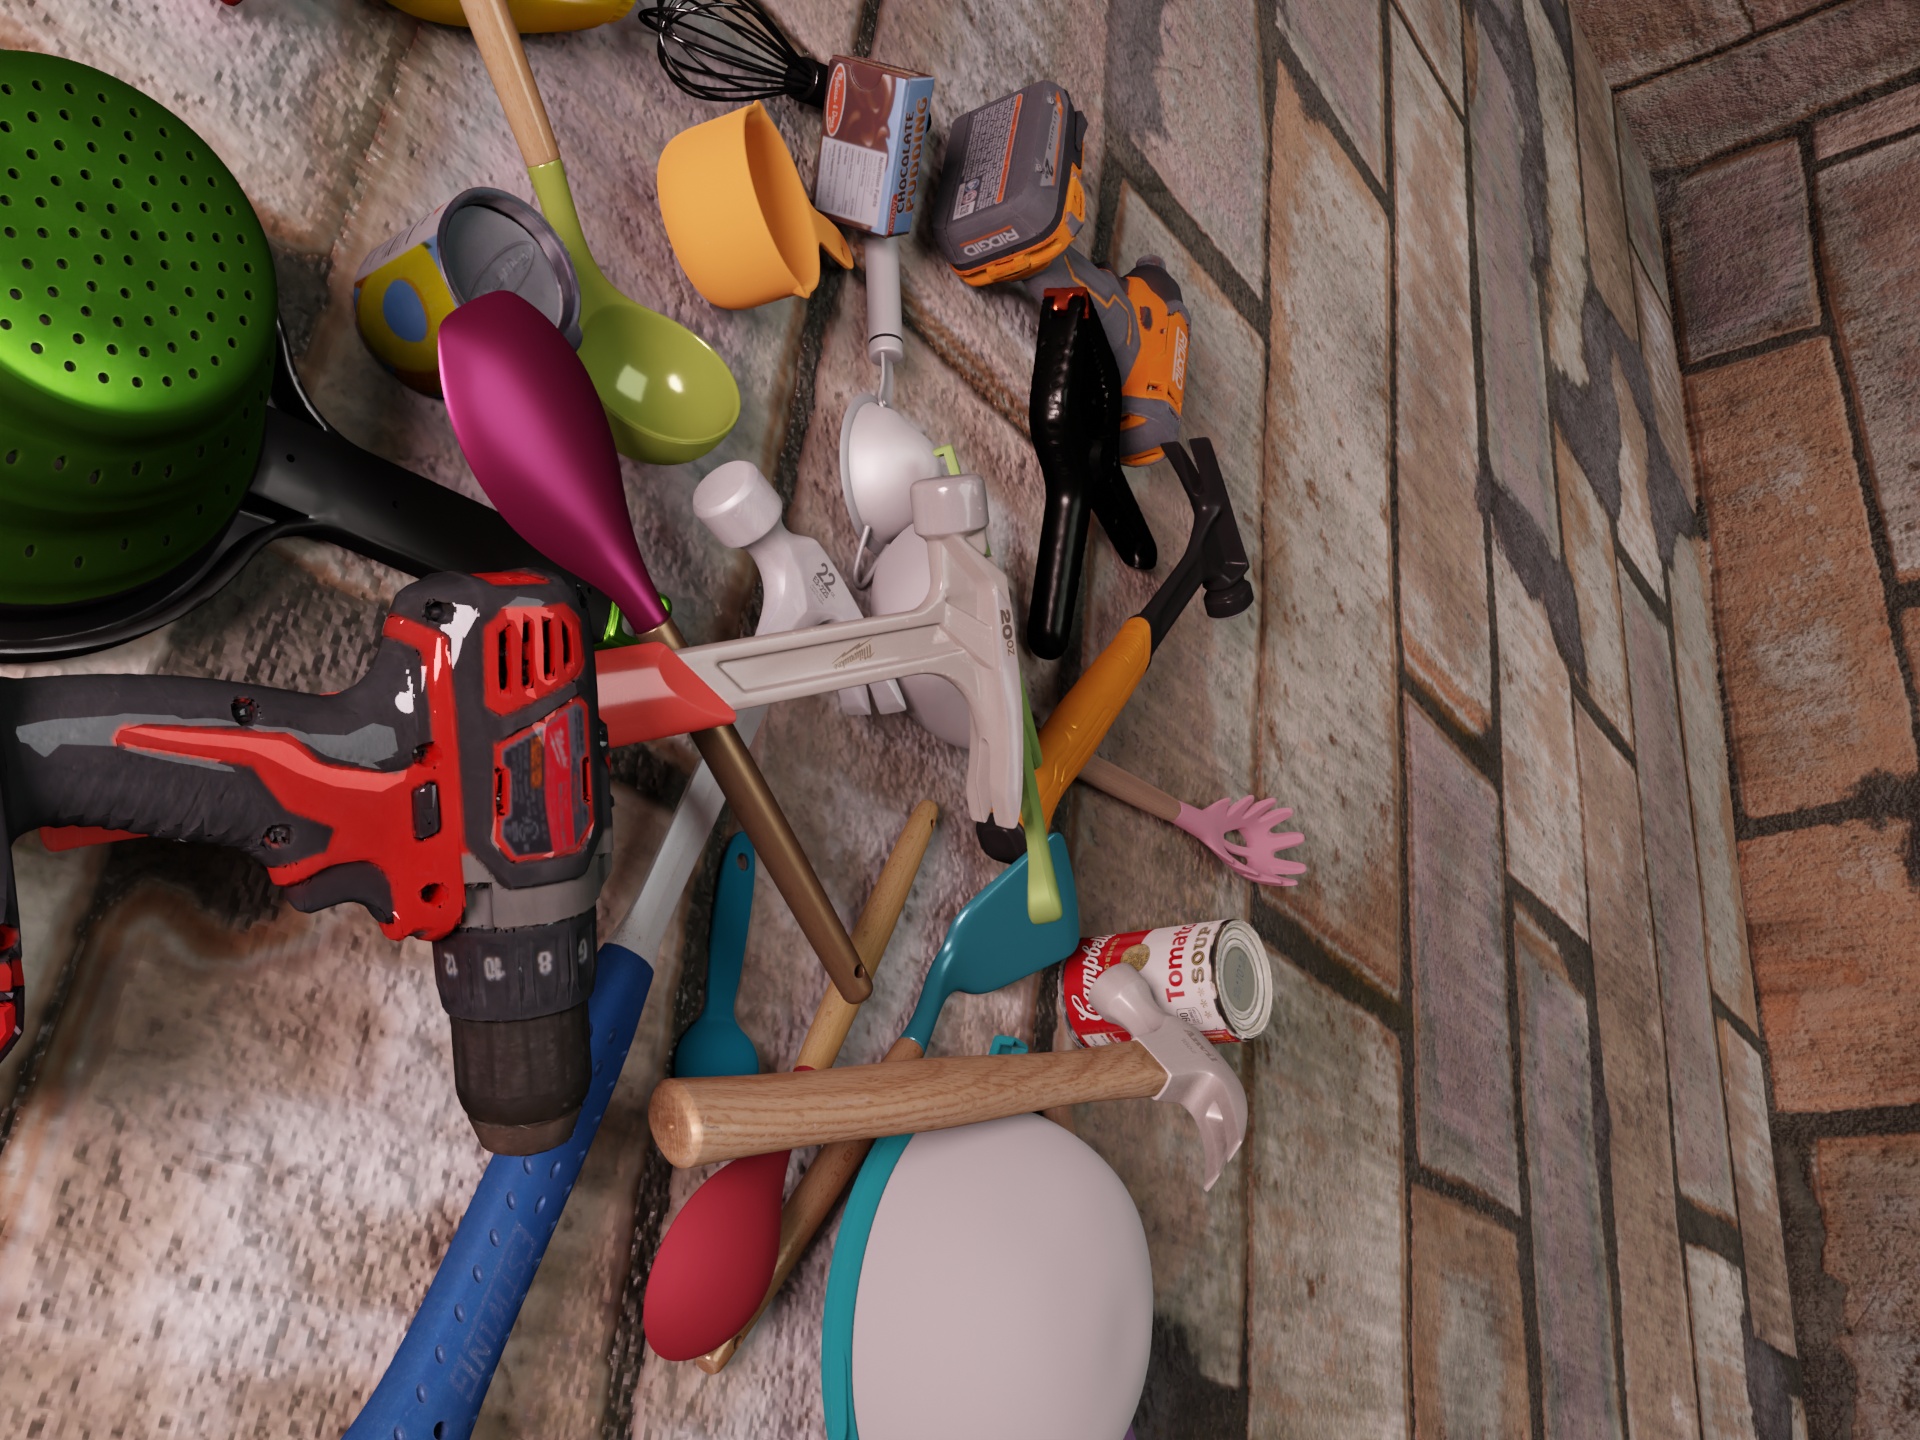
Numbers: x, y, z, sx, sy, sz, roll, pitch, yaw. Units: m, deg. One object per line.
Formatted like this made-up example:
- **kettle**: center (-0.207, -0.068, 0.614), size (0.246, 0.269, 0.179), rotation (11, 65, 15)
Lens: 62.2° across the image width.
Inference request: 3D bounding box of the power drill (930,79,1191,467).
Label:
- **power drill**: center (0.079, -0.291, 1.019), size (0.226, 0.084, 0.164), rotation (43, 47, -43)

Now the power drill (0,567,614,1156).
- **power drill**: center (-0.205, 0.055, 0.456), size (0.226, 0.080, 0.188), rotation (-8, 101, -38)

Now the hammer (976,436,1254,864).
- **hammer**: center (0.094, -0.038, 0.938), size (0.337, 0.034, 0.127), rotation (-52, 130, -43)

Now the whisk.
- **whisk**: center (-0.082, -0.343, 0.847), size (0.239, 0.055, 0.055), rotation (-13, 89, -58)

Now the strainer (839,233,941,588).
- **strainer**: center (-0.039, -0.194, 0.860), size (0.086, 0.050, 0.259), rotation (38, 45, -61)

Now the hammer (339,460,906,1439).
- **hammer**: center (-0.123, 0.088, 0.630), size (0.143, 0.035, 0.406), rotation (52, 45, -39)

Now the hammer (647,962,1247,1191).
- **hammer**: center (0.011, 0.163, 0.697), size (0.331, 0.130, 0.031), rotation (6, 118, -45)

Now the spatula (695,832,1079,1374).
- **spatula**: center (-0.026, 0.173, 0.746), size (0.318, 0.044, 0.082), rotation (-52, 141, -46)

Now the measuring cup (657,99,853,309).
- **measuring cup**: center (-0.098, -0.243, 0.795), size (0.173, 0.052, 0.095), rotation (-20, 97, -78)

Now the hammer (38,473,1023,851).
- **hammer**: center (-0.128, 0.002, 0.573), size (0.359, 0.037, 0.149), rotation (-13, 102, -34)

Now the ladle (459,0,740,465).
- **ladle**: center (-0.168, -0.253, 0.637), size (0.078, 0.062, 0.320), rotation (-51, 131, -49)

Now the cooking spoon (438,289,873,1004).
- **cooking spoon**: center (-0.107, -0.016, 0.620), size (0.069, 0.017, 0.318), rotation (-48, 120, -43)

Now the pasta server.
- **pasta server**: center (0.125, 0.047, 1.000), size (0.316, 0.040, 0.060), rotation (26, 57, -46)

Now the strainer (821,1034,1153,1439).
- **strainer**: center (0.004, 0.289, 0.666), size (0.340, 0.095, 0.211), rotation (-34, 115, -59)

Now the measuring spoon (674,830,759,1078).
- **measuring spoon**: center (-0.096, 0.107, 0.691), size (0.042, 0.021, 0.129), rotation (30, 55, -45)

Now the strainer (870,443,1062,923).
- **strainer**: center (-0.001, -0.002, 0.774), size (0.151, 0.069, 0.257), rotation (72, 6, -47)

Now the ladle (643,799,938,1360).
- **ladle**: center (-0.060, 0.140, 0.712), size (0.316, 0.031, 0.069), rotation (-66, 147, -48)

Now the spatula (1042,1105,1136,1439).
- **spatula**: center (0.078, 0.339, 0.853), size (0.059, 0.018, 0.316), rotation (-7, 85, -64)

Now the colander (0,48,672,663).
- **colander**: center (-0.224, -0.102, 0.527), size (0.396, 0.094, 0.205), rotation (25, 59, -47)
